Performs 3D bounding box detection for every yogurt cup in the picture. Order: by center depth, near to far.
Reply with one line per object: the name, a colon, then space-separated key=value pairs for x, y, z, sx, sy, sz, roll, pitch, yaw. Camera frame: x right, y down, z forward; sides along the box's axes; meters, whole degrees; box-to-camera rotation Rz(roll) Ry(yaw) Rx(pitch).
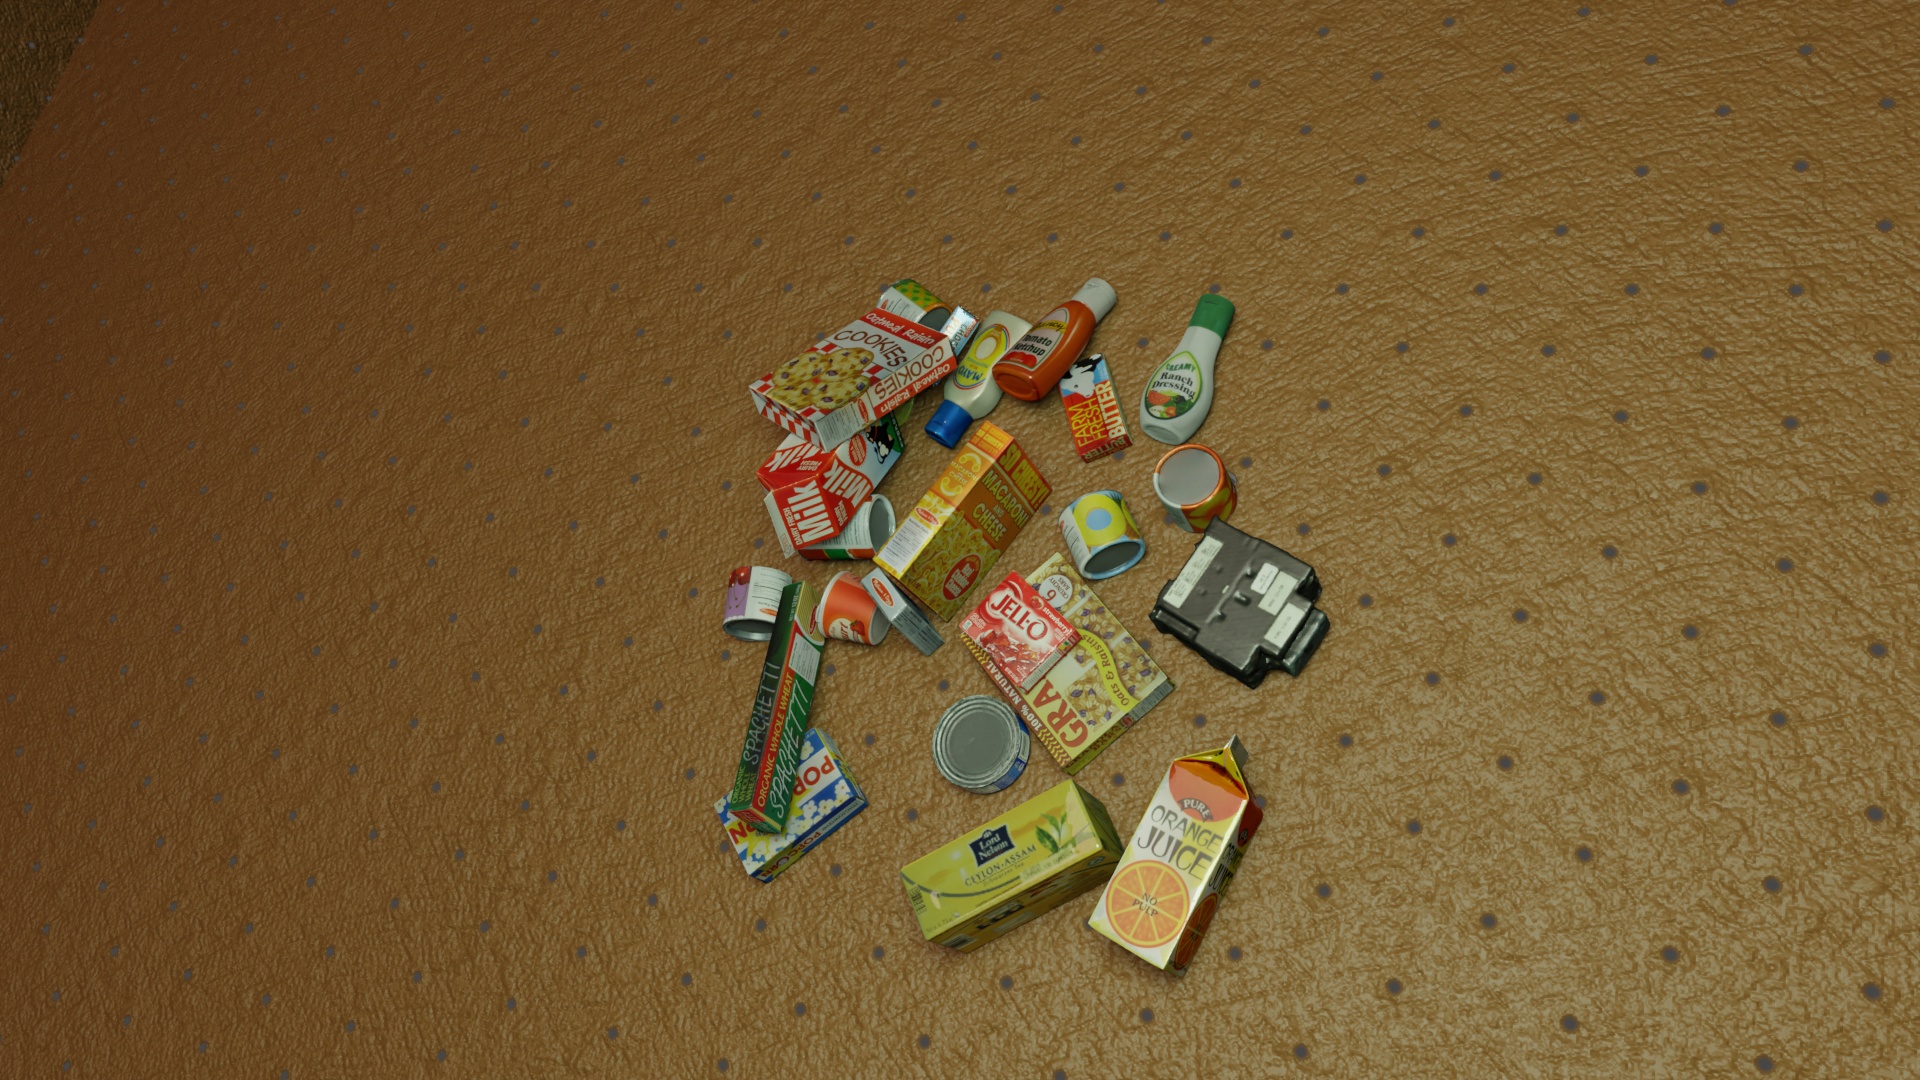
yogurt cup: x=-0.099 y=0.069 z=1.351 sx=0.054 sy=0.072 sz=0.072 roll=16 pitch=75 yaw=20

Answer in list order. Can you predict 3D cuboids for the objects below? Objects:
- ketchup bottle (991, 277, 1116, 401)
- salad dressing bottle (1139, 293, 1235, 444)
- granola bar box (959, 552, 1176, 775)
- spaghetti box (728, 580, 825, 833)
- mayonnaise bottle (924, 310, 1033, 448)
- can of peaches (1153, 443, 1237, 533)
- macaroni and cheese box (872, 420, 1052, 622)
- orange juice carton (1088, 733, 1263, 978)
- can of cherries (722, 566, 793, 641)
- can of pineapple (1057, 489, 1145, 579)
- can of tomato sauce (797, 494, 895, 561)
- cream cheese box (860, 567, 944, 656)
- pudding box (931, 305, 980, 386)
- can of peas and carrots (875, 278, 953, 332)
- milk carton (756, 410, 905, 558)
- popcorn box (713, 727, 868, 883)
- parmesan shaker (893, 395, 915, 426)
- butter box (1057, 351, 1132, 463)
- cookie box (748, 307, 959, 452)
ketchup bottle: x=0.099 y=-0.202 z=1.382 sx=0.065 sy=0.043 sz=0.149 roll=19 pitch=58 yaw=43
salad dressing bottle: x=0.220 y=-0.165 z=1.331 sx=0.064 sy=0.044 sz=0.148 roll=17 pitch=74 yaw=30
granola bar box: x=0.095 y=0.111 z=1.262 sx=0.124 sy=0.039 sz=0.166 roll=-41 pitch=58 yaw=2
spaghetti box: x=-0.168 y=0.153 z=1.314 sx=0.028 sy=0.050 sz=0.251 roll=-15 pitch=47 yaw=29
mayonnaise bottle: x=0.019 y=-0.163 z=1.417 sx=0.065 sy=0.041 sz=0.148 roll=28 pitch=80 yaw=37
can of peaches: x=0.217 y=-0.050 z=1.271 sx=0.071 sy=0.058 sz=0.071 roll=-9 pitch=64 yaw=20
macaroni and cheese box: x=0.005 y=-0.016 z=1.309 sx=0.040 sy=0.123 sz=0.166 roll=35 pitch=84 yaw=30
orange juice carton: x=0.188 y=0.251 z=1.139 sx=0.073 sy=0.071 sz=0.193 roll=24 pitch=79 yaw=29
can of cherries: x=-0.205 y=0.064 z=1.397 sx=0.071 sy=0.071 sz=0.058 roll=-6 pitch=65 yaw=21
can of pineapple: x=0.132 y=-0.006 z=1.283 sx=0.071 sy=0.071 sz=0.058 roll=-28 pitch=60 yaw=10
can of tomato sauce: x=-0.115 y=-0.013 z=1.395 sx=0.083 sy=0.071 sz=0.071 roll=-1 pitch=67 yaw=22
cream cheese box: x=-0.054 y=0.068 z=1.307 sx=0.024 sy=0.103 sz=0.053 roll=-39 pitch=59 yaw=1
pudding box: x=-0.014 y=-0.200 z=1.433 sx=0.030 sy=0.050 sz=0.083 roll=35 pitch=96 yaw=-5
can of peas and carrots: x=-0.046 y=-0.234 z=1.466 sx=0.071 sy=0.071 sz=0.059 roll=-48 pitch=59 yaw=-3
milk carton: x=-0.133 y=-0.067 z=1.353 sx=0.073 sy=0.072 sz=0.191 roll=3 pitch=38 yaw=28
popcorn box: x=-0.160 y=0.249 z=1.309 sx=0.126 sy=0.038 sz=0.085 roll=-38 pitch=58 yaw=4
parmesan shaker: x=-0.108 y=-0.160 z=1.454 sx=0.103 sy=0.071 sz=0.071 roll=16 pitch=75 yaw=28
butter box: x=0.130 y=-0.131 z=1.365 sx=0.053 sy=0.024 sz=0.104 roll=-21 pitch=60 yaw=15
cookie box: x=-0.105 y=-0.161 z=1.368 sx=0.168 sy=0.040 sz=0.123 roll=-36 pitch=40 yaw=-23
